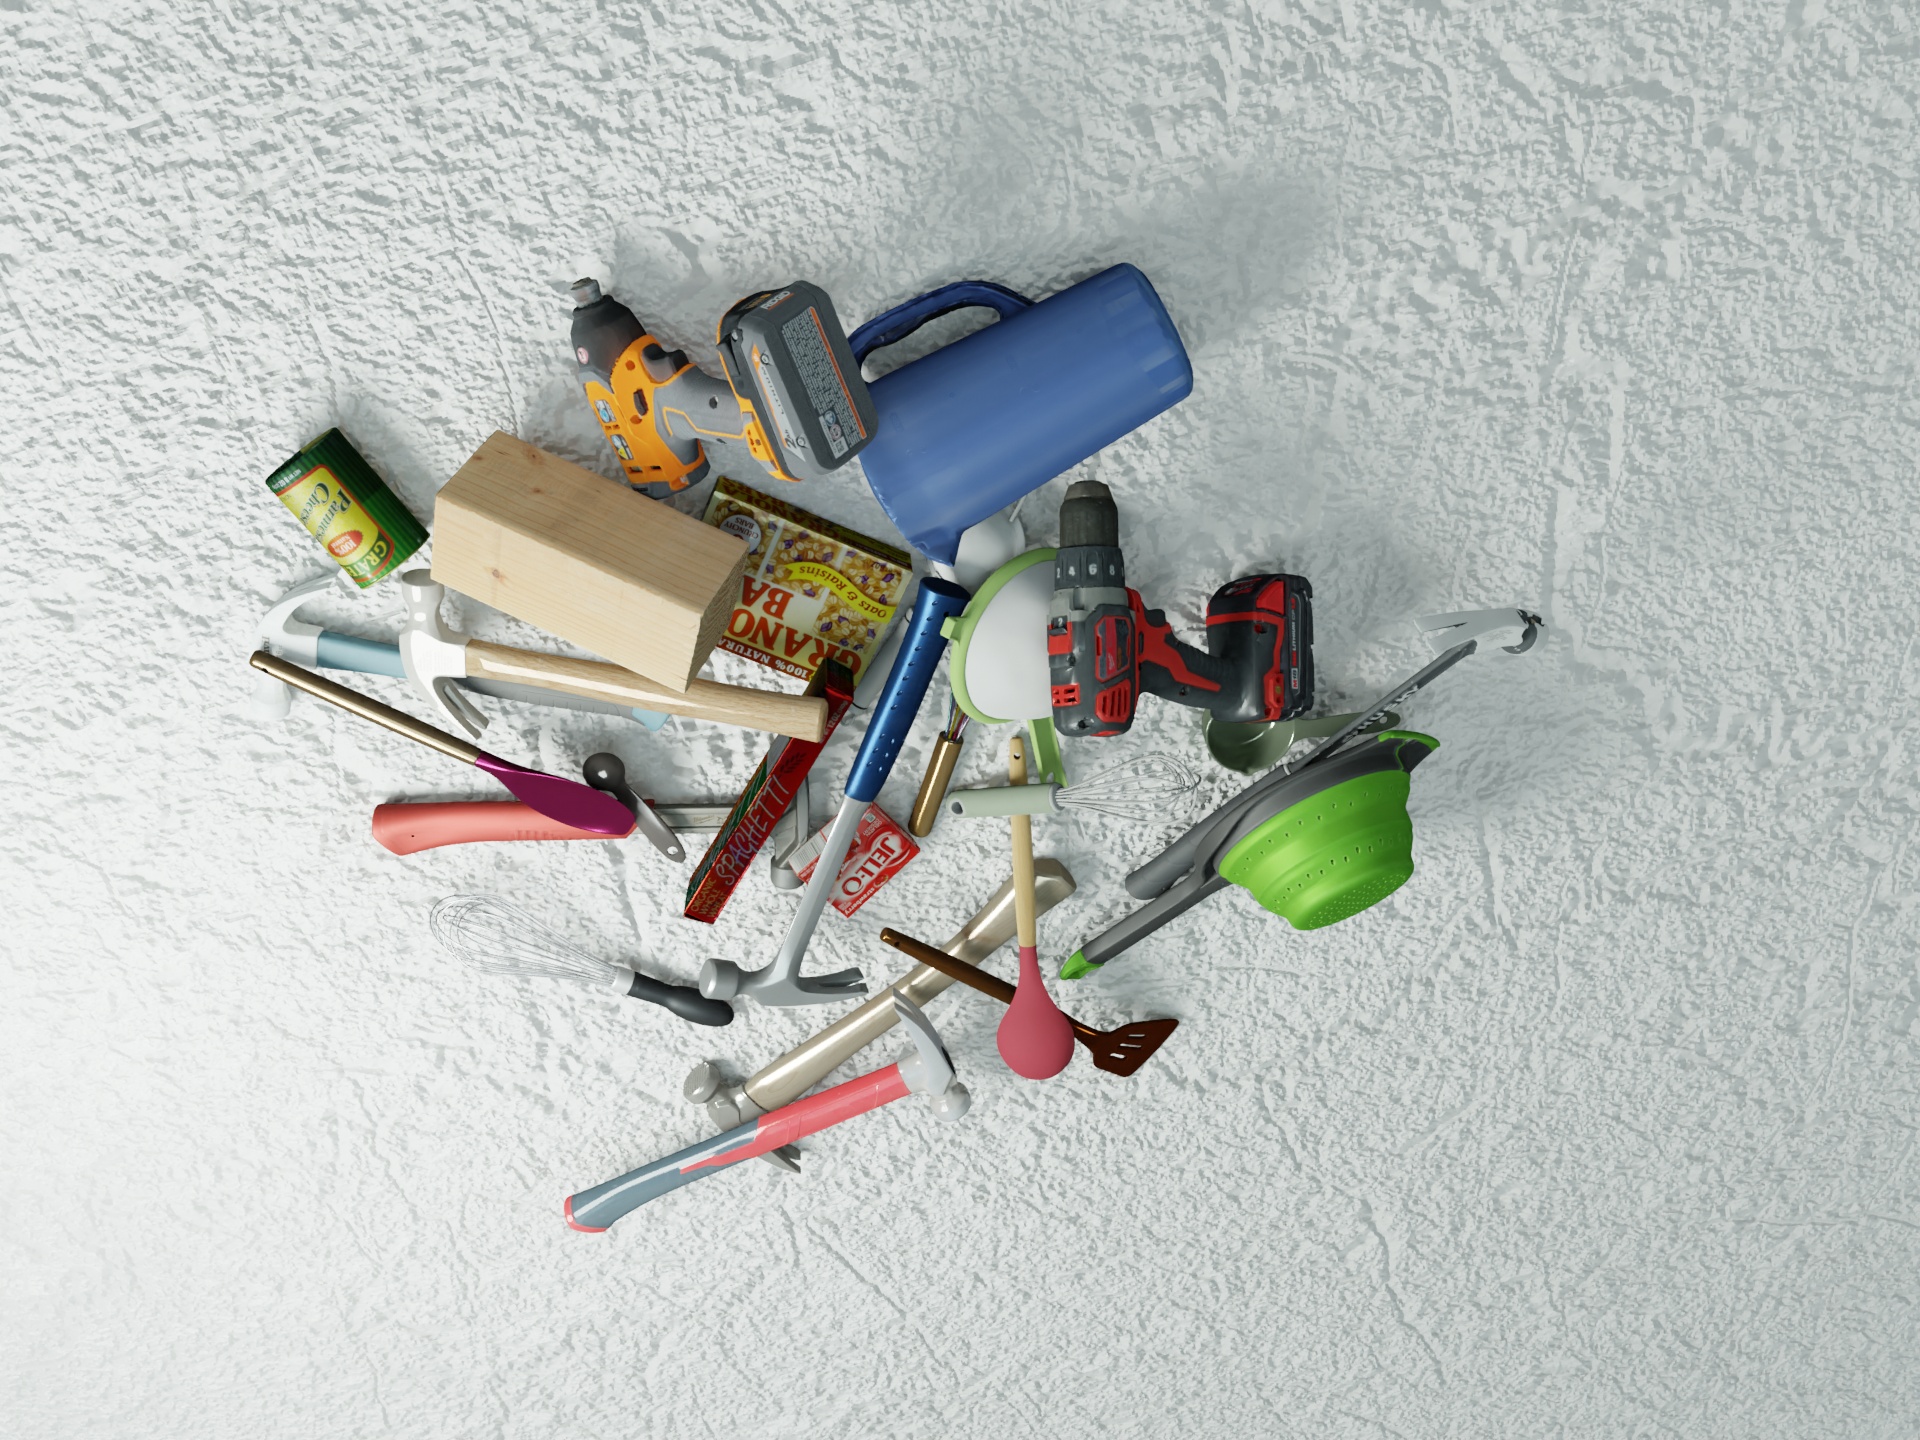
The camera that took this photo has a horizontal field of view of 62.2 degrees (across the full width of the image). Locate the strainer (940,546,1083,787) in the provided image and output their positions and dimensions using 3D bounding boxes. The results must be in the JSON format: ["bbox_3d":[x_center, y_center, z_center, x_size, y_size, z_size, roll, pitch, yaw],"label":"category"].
[{"bbox_3d":[0.077,-0.015,1.271,0.151,0.069,0.256,-37,136,-24],"label":"strainer"}]

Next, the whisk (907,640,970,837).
[{"bbox_3d":[-0.003,-0.004,1.314,0.051,0.047,0.244,13,119,-12],"label":"whisk"}]

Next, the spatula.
[{"bbox_3d":[0.061,0.250,1.433,0.322,0.041,0.081,29,111,-23],"label":"spatula"}]

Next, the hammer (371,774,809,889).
[{"bbox_3d":[-0.307,0.075,1.334,0.359,0.037,0.149,0,117,-5],"label":"hammer"}]

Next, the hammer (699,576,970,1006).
[{"bbox_3d":[-0.081,0.070,1.286,0.144,0.035,0.405,11,116,-28],"label":"hammer"}]

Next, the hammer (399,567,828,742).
[{"bbox_3d":[-0.266,-0.026,1.219,0.331,0.031,0.130,11,121,3],"label":"hammer"}]

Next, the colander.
[{"bbox_3d":[0.247,0.153,1.345,0.397,0.095,0.204,-39,153,29],"label":"colander"}]

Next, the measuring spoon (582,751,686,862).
[{"bbox_3d":[-0.266,0.077,1.308,0.034,0.018,0.124,-31,116,10],"label":"measuring spoon"}]

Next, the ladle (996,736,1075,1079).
[{"bbox_3d":[0.058,0.168,1.374,0.069,0.031,0.315,-3,101,5],"label":"ladle"}]

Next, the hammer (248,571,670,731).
[{"bbox_3d":[-0.393,-0.037,1.272,0.331,0.033,0.128,9,117,-9],"label":"hammer"}]

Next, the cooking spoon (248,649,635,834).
[{"bbox_3d":[-0.408,0.018,1.264,0.318,0.017,0.068,26,141,-14],"label":"cooking spoon"}]

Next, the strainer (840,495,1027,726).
[{"bbox_3d":[-0.030,-0.087,1.263,0.087,0.050,0.258,44,118,14],"label":"strainer"}]

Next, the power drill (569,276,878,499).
[{"bbox_3d":[-0.179,-0.239,1.105,0.226,0.084,0.164,3,127,41],"label":"power drill"}]

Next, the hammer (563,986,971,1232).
[{"bbox_3d":[-0.193,0.370,1.451,0.386,0.038,0.143,-23,118,6],"label":"hammer"}]

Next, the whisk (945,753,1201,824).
[{"bbox_3d":[0.086,0.061,1.292,0.246,0.059,0.057,-6,107,38],"label":"whisk"}]

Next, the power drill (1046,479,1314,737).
[{"bbox_3d":[0.161,-0.081,1.209,0.226,0.080,0.188,1,87,-34],"label":"power drill"}]

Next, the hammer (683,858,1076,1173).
[{"bbox_3d":[-0.057,0.265,1.452,0.410,0.038,0.146,-38,115,14],"label":"hammer"}]

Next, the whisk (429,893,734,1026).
[{"bbox_3d":[-0.328,0.218,1.396,0.284,0.070,0.070,24,113,-21],"label":"whisk"}]

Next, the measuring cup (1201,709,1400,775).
[{"bbox_3d":[0.285,-0.001,1.340,0.167,0.038,0.083,-5,118,-5],"label":"measuring cup"}]

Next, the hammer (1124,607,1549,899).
[{"bbox_3d":[0.280,0.036,1.291,0.149,0.036,0.409,1,145,-47],"label":"hammer"}]
